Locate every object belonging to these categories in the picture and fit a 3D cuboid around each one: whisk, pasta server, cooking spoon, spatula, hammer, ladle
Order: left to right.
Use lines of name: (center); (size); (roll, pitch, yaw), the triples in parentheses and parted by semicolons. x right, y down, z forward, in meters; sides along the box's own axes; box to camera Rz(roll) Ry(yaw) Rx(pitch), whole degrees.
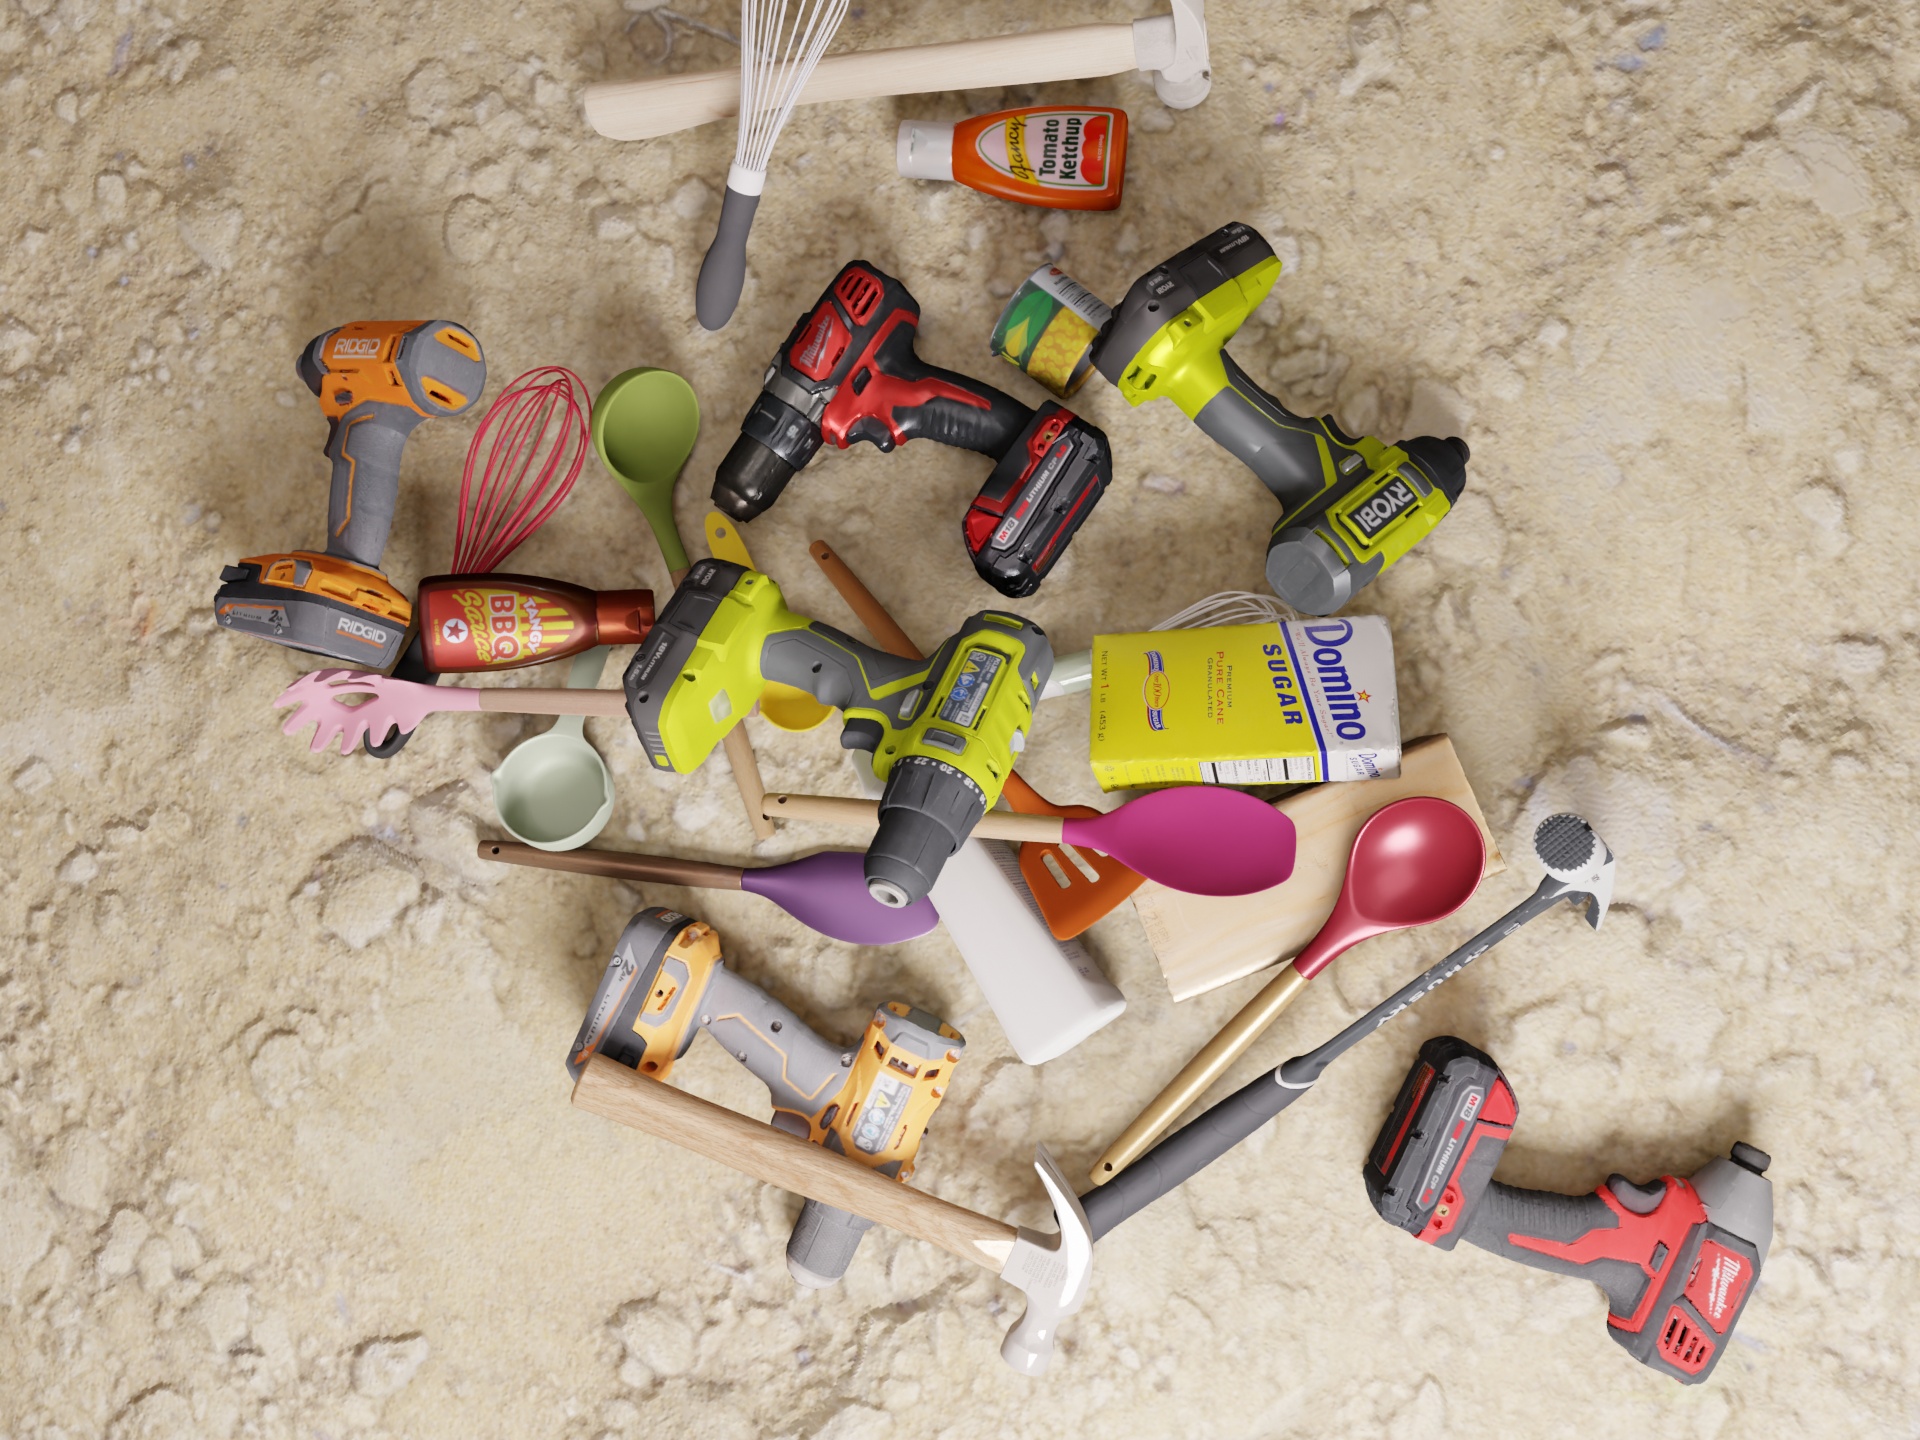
whisk: (-0.330, -0.104, 1.071); (0.073, 0.073, 0.296); (30, 97, 8)
pasta server: (-0.288, -0.008, 1.036); (0.316, 0.040, 0.060); (2, 128, 7)
ladle: (-0.170, -0.077, 1.048); (0.062, 0.078, 0.320); (-20, 87, 49)
spatula: (-0.169, 0.105, 1.053); (0.316, 0.018, 0.060); (6, 82, 7)
whisk: (-0.126, -0.371, 0.997); (0.070, 0.070, 0.284); (28, 126, 8)
hammer: (-0.076, 0.275, 0.960); (0.331, 0.031, 0.130); (22, 99, 0)
hammer: (-0.049, -0.421, 1.020); (0.410, 0.146, 0.038); (-2, 85, 12)
spatula: (-0.002, -0.003, 0.996); (0.081, 0.041, 0.323); (-38, 69, -4)
cooking spoon: (0.035, 0.062, 0.938); (0.319, 0.017, 0.069); (5, 63, 11)
whisk: (0.094, -0.035, 1.015); (0.246, 0.057, 0.059); (-14, 50, 11)
ladle: (0.180, 0.163, 0.916); (0.069, 0.031, 0.315); (45, 107, 14)
hammer: (0.219, 0.201, 0.958); (0.409, 0.149, 0.036); (-39, 58, 13)

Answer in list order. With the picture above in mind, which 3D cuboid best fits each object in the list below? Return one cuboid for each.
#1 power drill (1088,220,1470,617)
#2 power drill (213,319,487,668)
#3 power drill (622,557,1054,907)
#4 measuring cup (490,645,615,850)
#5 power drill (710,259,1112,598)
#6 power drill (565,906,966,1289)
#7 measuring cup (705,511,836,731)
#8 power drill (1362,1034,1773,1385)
power drill: (0.202, -0.189, 0.977); (0.171, 0.080, 0.223); (-37, 82, -30)
power drill: (-0.413, -0.158, 1.058); (0.164, 0.084, 0.226); (10, 82, 35)
power drill: (-0.078, 0.001, 0.941); (0.228, 0.080, 0.191); (17, 58, 17)
measuring cup: (-0.257, 0.008, 1.068); (0.083, 0.038, 0.168); (10, 71, 7)
power drill: (-0.036, -0.168, 1.026); (0.227, 0.080, 0.188); (35, 91, 11)
power drill: (-0.132, 0.239, 1.012); (0.226, 0.084, 0.185); (24, 92, 4)
measuring cup: (-0.127, -0.066, 1.046); (0.062, 0.029, 0.156); (-26, 89, 8)
power drill: (0.367, 0.281, 0.945); (0.219, 0.078, 0.143); (26, 90, 5)
